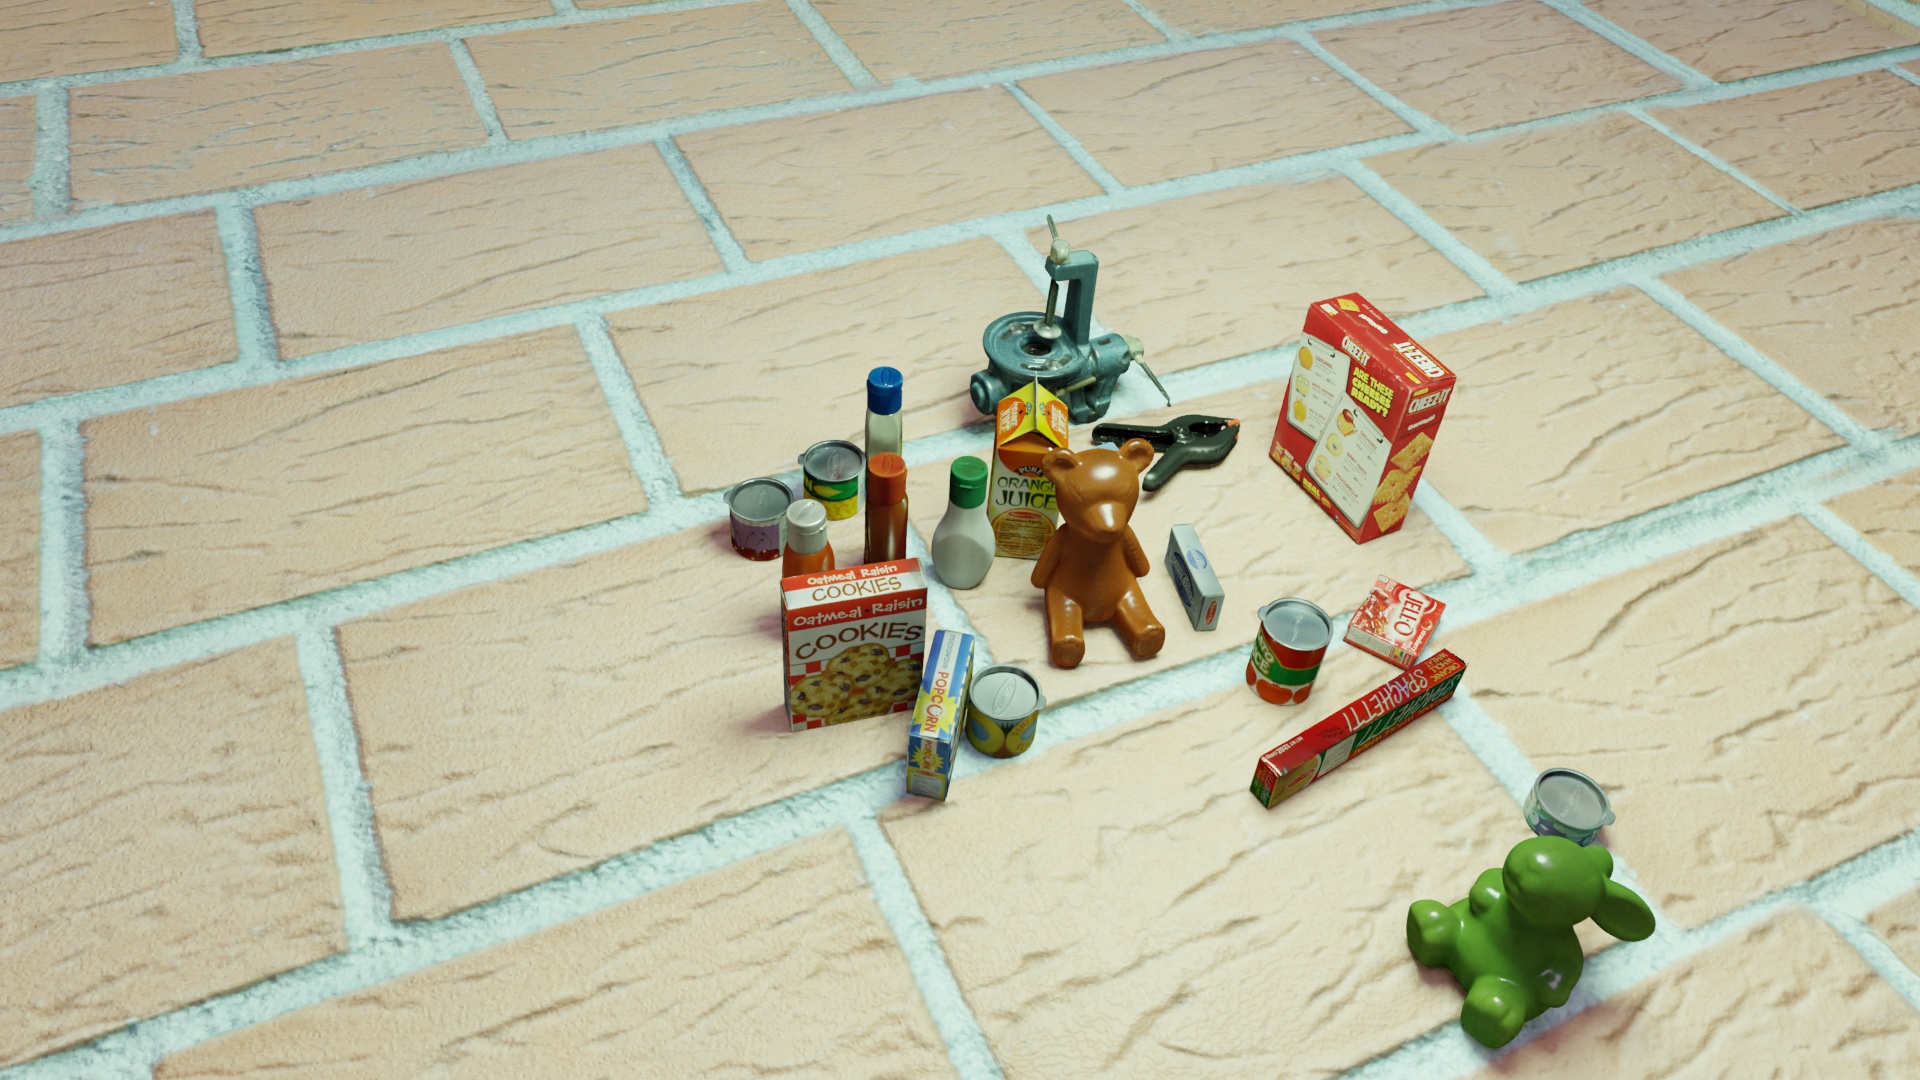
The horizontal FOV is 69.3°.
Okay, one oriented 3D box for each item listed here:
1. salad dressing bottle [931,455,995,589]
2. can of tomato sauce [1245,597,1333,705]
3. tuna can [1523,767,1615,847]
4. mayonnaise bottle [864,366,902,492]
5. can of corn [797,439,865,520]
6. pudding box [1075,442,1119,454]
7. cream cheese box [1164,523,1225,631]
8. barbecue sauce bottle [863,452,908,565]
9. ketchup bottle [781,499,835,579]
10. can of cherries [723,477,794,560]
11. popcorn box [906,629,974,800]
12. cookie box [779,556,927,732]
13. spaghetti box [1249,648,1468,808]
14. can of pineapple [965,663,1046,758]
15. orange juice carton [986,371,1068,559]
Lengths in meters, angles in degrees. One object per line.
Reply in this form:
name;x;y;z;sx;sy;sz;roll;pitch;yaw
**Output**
salad dressing bottle;0.005;-0.017;1.369;0.064;0.146;0.044;9;44;5
can of tomato sauce;0.308;0.106;1.315;0.071;0.082;0.071;3;44;-2
tuna can;0.541;0.239;1.234;0.071;0.032;0.071;3;44;-2
mayonnaise bottle;-0.080;-0.114;1.462;0.041;0.147;0.065;1;44;-4
can of corn;-0.136;-0.064;1.469;0.071;0.058;0.071;3;44;-2
pudding box;0.134;-0.071;1.507;0.084;0.049;0.030;-18;48;-22
cream cheese box;0.235;0.037;1.401;0.024;0.053;0.104;-6;45;-11
barbecue sauce bottle;-0.073;-0.020;1.365;0.044;0.147;0.065;4;44;-1
ketchup bottle;-0.143;0.027;1.310;0.043;0.148;0.065;20;46;16
can of cherries;-0.205;-0.022;1.420;0.071;0.058;0.072;3;44;-2
popcorn box;-0.017;0.153;1.236;0.038;0.084;0.127;10;44;5
cookie box;-0.095;0.093;1.232;0.123;0.166;0.040;-9;46;-14
spaghetti box;0.369;0.170;1.278;0.251;0.049;0.029;-24;51;-26
can of pineapple;0.040;0.155;1.258;0.071;0.057;0.071;3;44;-2
orange juice carton;0.068;-0.073;1.401;0.073;0.191;0.072;5;44;0
